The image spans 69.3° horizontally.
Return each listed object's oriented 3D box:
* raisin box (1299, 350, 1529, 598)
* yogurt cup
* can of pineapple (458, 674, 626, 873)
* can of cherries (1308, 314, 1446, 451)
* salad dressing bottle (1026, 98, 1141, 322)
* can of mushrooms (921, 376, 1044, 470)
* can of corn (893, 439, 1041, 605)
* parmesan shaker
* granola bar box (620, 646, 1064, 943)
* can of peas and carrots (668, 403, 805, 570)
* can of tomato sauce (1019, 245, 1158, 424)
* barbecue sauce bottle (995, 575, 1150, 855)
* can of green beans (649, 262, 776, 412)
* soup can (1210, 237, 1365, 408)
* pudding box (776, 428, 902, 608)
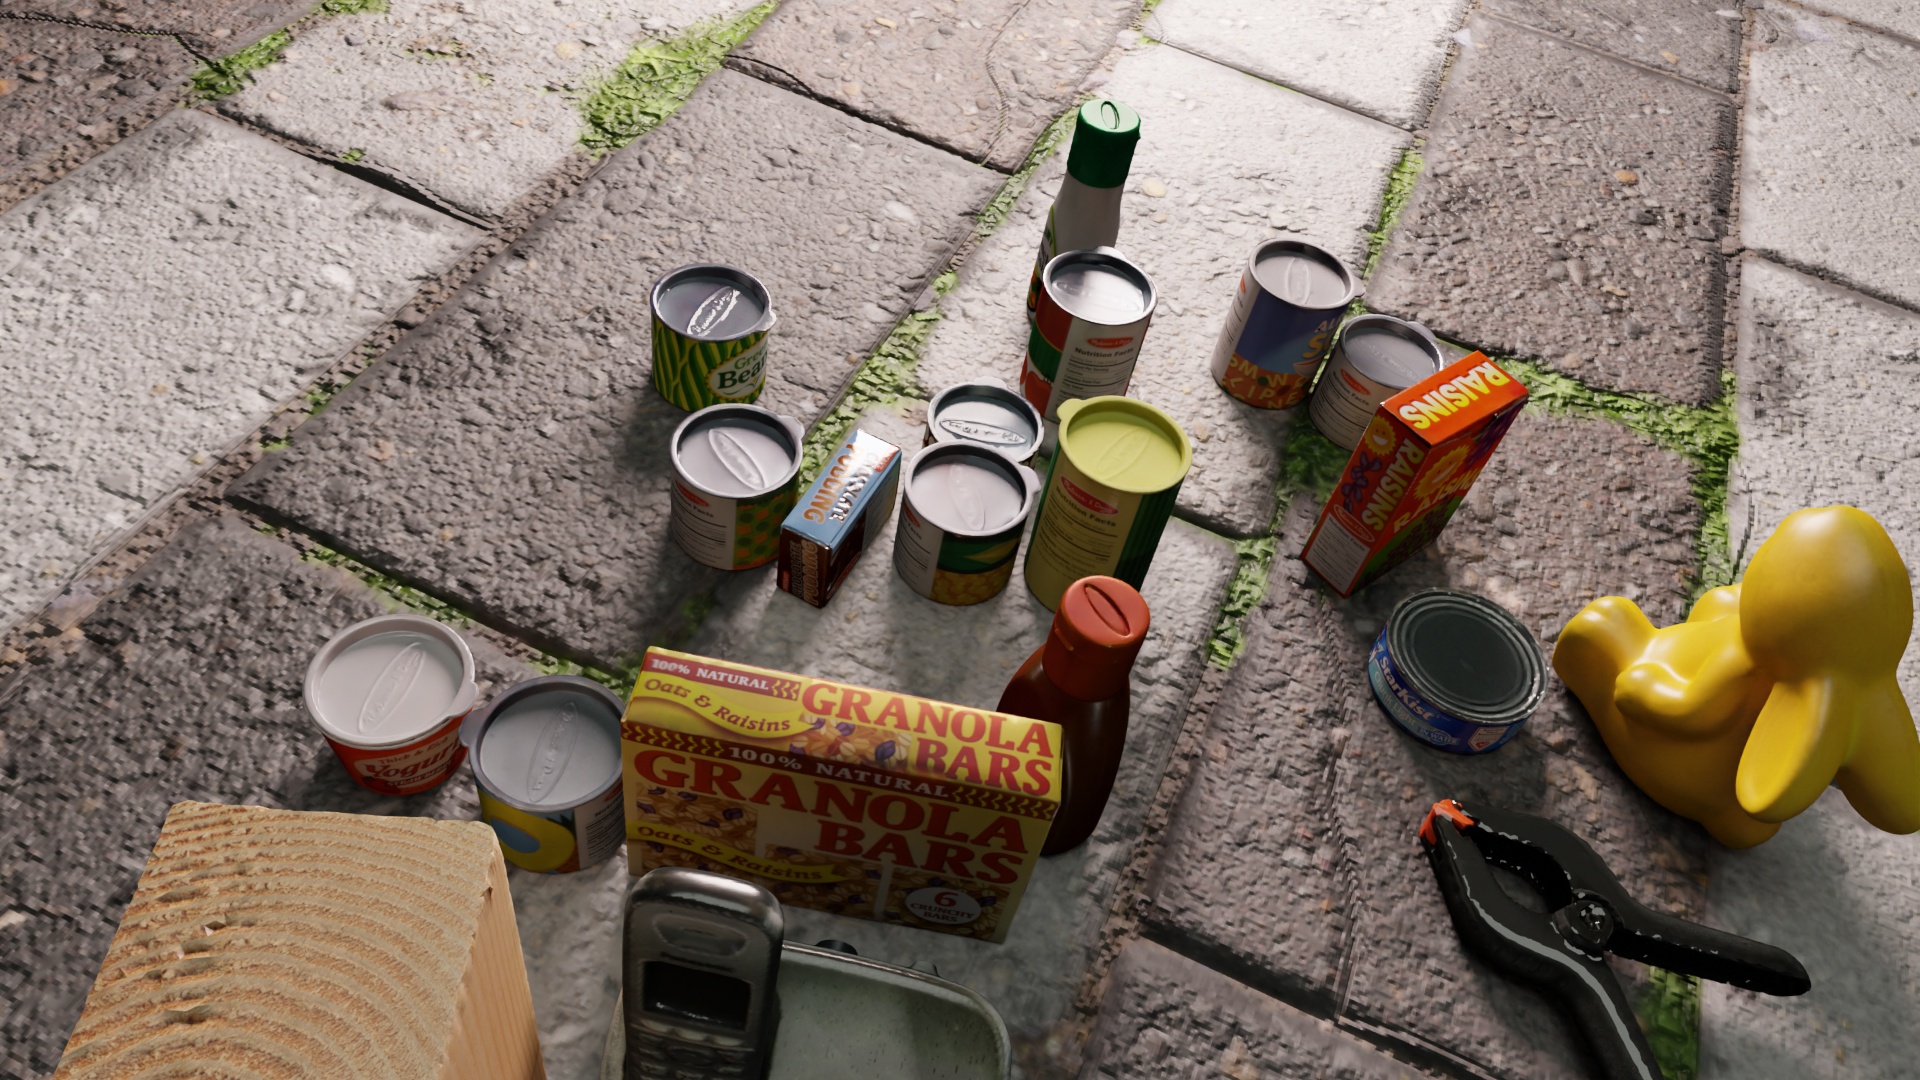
[{"bbox_3d":[0.243,-0.034,0.749,0.086,0.122,0.040,-26,59,-29],"label":"raisin box"},{"bbox_3d":[-0.244,0.074,0.604,0.072,0.053,0.073,6,49,-6],"label":"yogurt cup"},{"bbox_3d":[-0.174,0.099,0.593,0.071,0.057,0.071,6,49,-6],"label":"can of pineapple"},{"bbox_3d":[0.255,-0.095,0.848,0.071,0.058,0.072,6,49,-6],"label":"can of cherries"},{"bbox_3d":[0.074,-0.193,0.837,0.044,0.146,0.064,4,49,-8],"label":"salad dressing bottle"},{"bbox_3d":[0.012,-0.057,0.783,0.071,0.033,0.071,6,49,-6],"label":"can of mushrooms"},{"bbox_3d":[0.003,-0.009,0.723,0.071,0.058,0.071,6,49,-6],"label":"can of corn"},{"bbox_3d":[0.071,-0.016,0.713,0.071,0.102,0.072,6,49,-6],"label":"parmesan shaker"},{"bbox_3d":[-0.051,0.107,0.567,0.166,0.123,0.039,11,48,-2],"label":"granola bar box"},{"bbox_3d":[-0.114,-0.028,0.716,0.071,0.058,0.071,6,49,-6],"label":"can of peas and carrots"},{"bbox_3d":[0.073,-0.119,0.816,0.071,0.082,0.071,6,49,-6],"label":"can of tomato sauce"},{"bbox_3d":[0.046,0.075,0.598,0.044,0.147,0.065,-20,56,-26],"label":"barbecue sauce bottle"},{"bbox_3d":[-0.141,-0.114,0.785,0.071,0.057,0.071,6,49,-6],"label":"can of green beans"},{"bbox_3d":[0.199,-0.131,0.851,0.071,0.083,0.072,6,49,-6],"label":"soup can"},{"bbox_3d":[-0.062,-0.012,0.718,0.030,0.049,0.084,24,49,10],"label":"pudding box"}]
